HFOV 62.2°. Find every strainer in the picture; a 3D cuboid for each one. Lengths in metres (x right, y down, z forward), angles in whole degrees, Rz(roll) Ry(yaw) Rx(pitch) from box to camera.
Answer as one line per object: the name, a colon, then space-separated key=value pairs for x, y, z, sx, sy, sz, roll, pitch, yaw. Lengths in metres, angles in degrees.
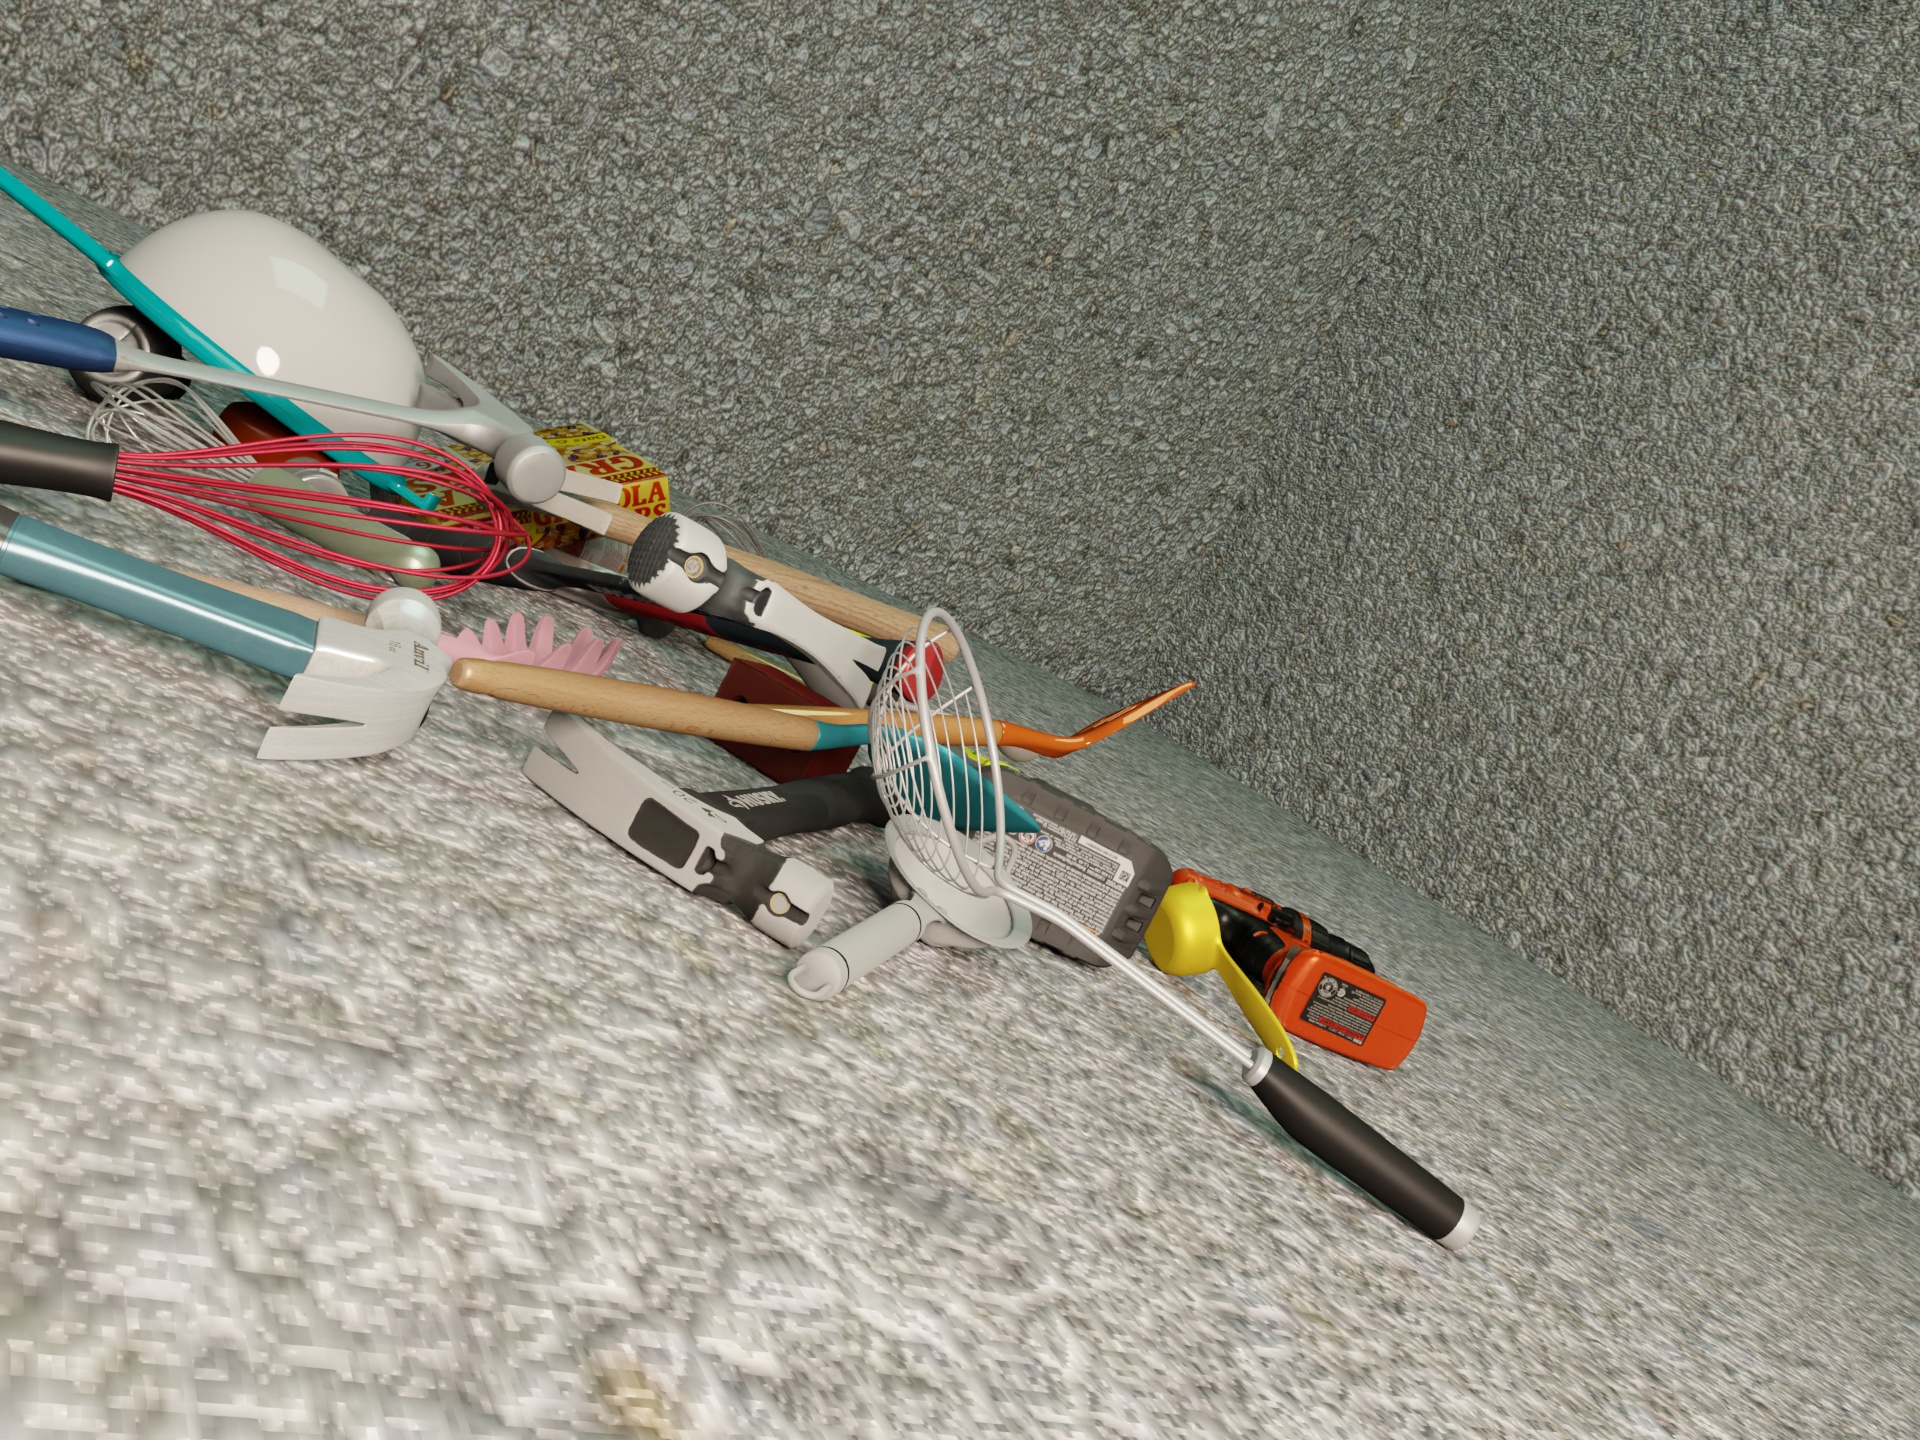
strainer: x=-0.432 y=-0.268 z=0.920 sx=0.211 sy=0.095 sz=0.340 roll=37 pitch=-4 yaw=41
strainer: x=-0.025 y=0.087 z=0.689 sx=0.087 sy=0.050 sz=0.258 roll=42 pitch=14 yaw=9

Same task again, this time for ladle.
ladle: x=-0.063 y=0.007 z=1.267 sx=0.315 sy=0.031 sz=0.069 roll=27 pitch=7 yaw=3

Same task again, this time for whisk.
whisk: x=-0.128 y=-0.067 z=1.174 sx=0.238 sy=0.055 sz=0.055 roll=53 pitch=-9 yaw=-34
whisk: x=-0.320 y=-0.096 z=0.643 sx=0.295 sy=0.073 sz=0.073 roll=8 pitch=16 yaw=-30
whisk: x=-0.351 y=-0.119 z=0.794 sx=0.246 sy=0.059 sz=0.057 roll=26 pitch=-24 yaw=22

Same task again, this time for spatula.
spatula: x=-0.001 y=-0.003 z=0.889 sx=0.322 sy=0.041 sz=0.081 roll=4 pitch=-18 yaw=-37
spatula: x=-0.087 y=0.014 z=0.710 sx=0.082 sy=0.044 sz=0.317 roll=1 pitch=-7 yaw=41

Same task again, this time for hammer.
hammer: x=-0.091 y=0.042 z=0.795 sx=0.146 sy=0.035 sz=0.334 roll=30 pitch=6 yaw=10
hammer: x=-0.155 y=-0.066 z=1.018 sx=0.143 sy=0.038 sz=0.387 roll=22 pitch=-4 yaw=-42
hammer: x=-0.143 y=-0.098 z=1.026 sx=0.331 sy=0.031 sz=0.130 roll=19 pitch=-3 yaw=-28
hammer: x=-0.203 y=-0.075 z=0.815 sx=0.409 sy=0.036 sz=0.149 roll=14 pitch=-11 yaw=46
hammer: x=-0.403 y=-0.177 z=0.773 sx=0.405 sy=0.035 sz=0.144 roll=5 pitch=26 yaw=-42
hammer: x=-0.334 y=-0.065 z=0.532 sx=0.330 sy=0.033 sz=0.128 roll=23 pitch=17 yaw=-28

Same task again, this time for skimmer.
skimmer: x=0.102 y=0.096 z=0.702 sx=0.363 sy=0.090 sz=0.127 roll=38 pitch=17 yaw=-1

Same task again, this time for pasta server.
pasta server: x=-0.269 y=-0.048 z=0.719 sx=0.060 sy=0.040 sz=0.316 roll=17 pitch=1 yaw=28

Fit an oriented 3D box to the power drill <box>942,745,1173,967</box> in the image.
power drill: x=0.049 y=0.075 z=0.969 sx=0.171 sy=0.080 sz=0.223 roll=27 pitch=3 yaw=-5

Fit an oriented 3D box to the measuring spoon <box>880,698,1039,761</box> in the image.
measuring spoon: x=0.001 y=0.007 z=0.996 sx=0.124 sy=0.018 sz=0.034 roll=16 pitch=-3 yaw=-32

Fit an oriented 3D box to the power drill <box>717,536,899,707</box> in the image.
power drill: x=-0.164 y=-0.089 z=1.323 sx=0.228 sy=0.080 sz=0.191 roll=23 pitch=-6 yaw=-29

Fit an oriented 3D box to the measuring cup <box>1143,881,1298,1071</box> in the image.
measuring cup: x=0.150 y=0.154 z=0.939 sx=0.029 sy=0.062 sz=0.157 roll=-5 pitch=32 yaw=-20
